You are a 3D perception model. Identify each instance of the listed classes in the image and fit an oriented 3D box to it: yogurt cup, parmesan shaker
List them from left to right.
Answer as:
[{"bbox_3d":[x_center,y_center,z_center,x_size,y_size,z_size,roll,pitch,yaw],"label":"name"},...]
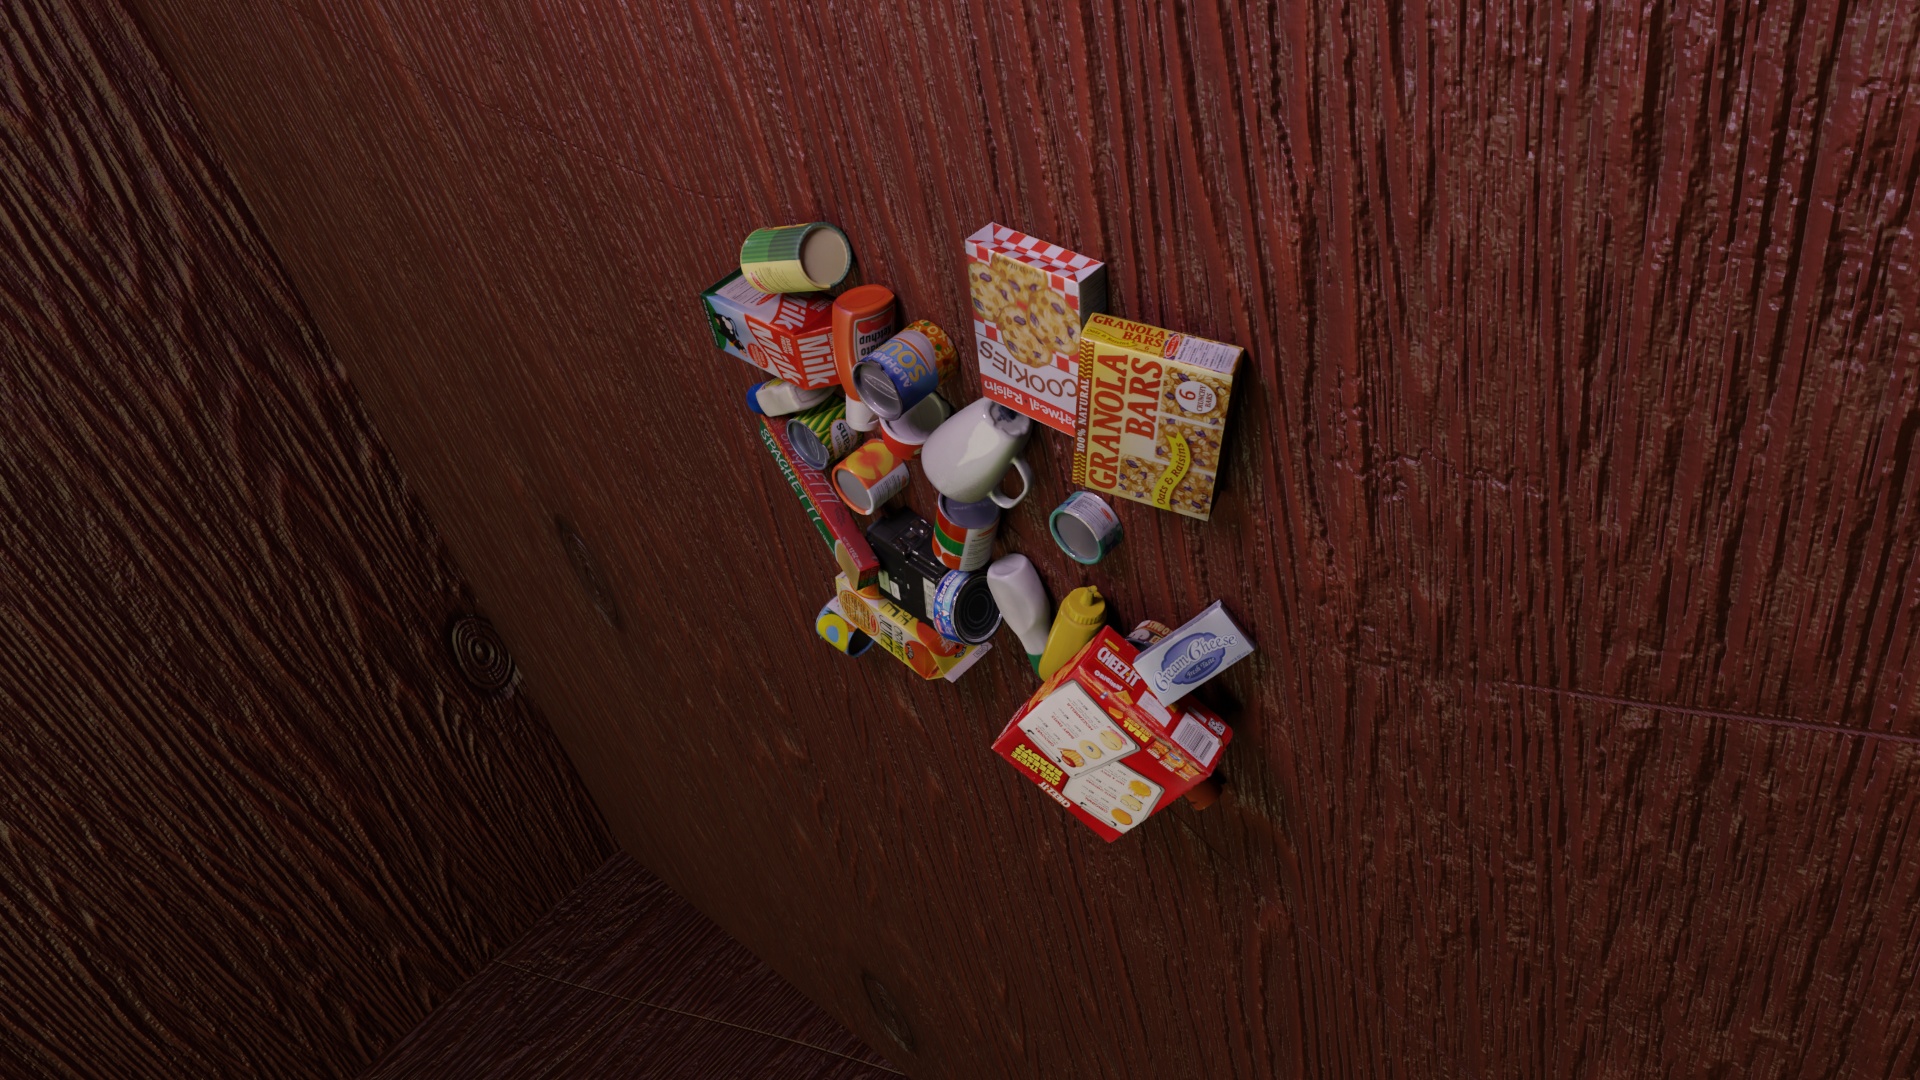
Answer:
[{"bbox_3d":[-0.160,-0.278,1.373,0.103,0.071,0.071,9,131,49],"label":"parmesan shaker"},{"bbox_3d":[-0.050,-0.117,1.411,0.072,0.072,0.053,43,158,12],"label":"yogurt cup"}]

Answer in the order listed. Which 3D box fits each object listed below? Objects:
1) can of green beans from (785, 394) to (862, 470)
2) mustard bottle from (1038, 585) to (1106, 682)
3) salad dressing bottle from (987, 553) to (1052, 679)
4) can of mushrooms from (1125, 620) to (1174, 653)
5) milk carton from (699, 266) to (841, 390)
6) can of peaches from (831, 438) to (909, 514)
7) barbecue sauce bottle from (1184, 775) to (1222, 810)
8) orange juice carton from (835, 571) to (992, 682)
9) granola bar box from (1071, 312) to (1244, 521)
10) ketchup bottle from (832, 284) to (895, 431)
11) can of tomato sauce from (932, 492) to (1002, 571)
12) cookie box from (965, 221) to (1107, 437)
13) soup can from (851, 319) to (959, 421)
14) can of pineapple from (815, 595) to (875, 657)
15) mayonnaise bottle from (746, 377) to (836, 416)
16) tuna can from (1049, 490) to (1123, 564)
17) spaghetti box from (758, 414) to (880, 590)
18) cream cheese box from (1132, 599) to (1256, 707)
[{"bbox_3d":[-0.152,-0.121,1.551,0.071,0.058,0.071,34,148,26],"label":"can of green beans"},{"bbox_3d":[0.120,0.091,1.423,0.049,0.065,0.159,30,142,15],"label":"mustard bottle"},{"bbox_3d":[0.075,0.084,1.496,0.064,0.044,0.147,13,136,47],"label":"salad dressing bottle"},{"bbox_3d":[0.193,0.113,1.373,0.071,0.033,0.070,35,148,26],"label":"can of mushrooms"},{"bbox_3d":[-0.179,-0.220,1.457,0.191,0.074,0.072,27,144,34],"label":"milk carton"},{"bbox_3d":[-0.102,-0.072,1.541,0.071,0.058,0.071,34,148,25],"label":"can of peaches"},{"bbox_3d":[0.215,0.214,1.453,0.148,0.044,0.064,50,156,-2],"label":"barbecue sauce bottle"},{"bbox_3d":[-0.056,0.096,1.662,0.193,0.072,0.072,35,148,26],"label":"orange juice carton"},{"bbox_3d":[0.157,-0.099,1.129,0.124,0.039,0.164,16,141,15],"label":"granola bar box"},{"bbox_3d":[-0.096,-0.178,1.380,0.043,0.065,0.148,37,141,33],"label":"ketchup bottle"},{"bbox_3d":[0.005,-0.018,1.447,0.071,0.071,0.082,39,150,18],"label":"can of tomato sauce"},{"bbox_3d":[0.069,-0.178,1.195,0.123,0.040,0.166,28,144,33],"label":"cookie box"},{"bbox_3d":[-0.052,-0.166,1.332,0.071,0.084,0.071,34,148,26],"label":"soup can"},{"bbox_3d":[-0.146,0.112,1.811,0.058,0.071,0.070,33,147,27],"label":"can of pineapple"},{"bbox_3d":[-0.197,-0.166,1.561,0.148,0.065,0.041,0,122,59],"label":"mayonnaise bottle"},{"bbox_3d":[0.119,-0.010,1.331,0.071,0.033,0.070,34,147,26],"label":"tuna can"},{"bbox_3d":[-0.167,-0.054,1.615,0.251,0.029,0.050,57,156,22],"label":"spaghetti box"},{"bbox_3d":[0.215,0.105,1.285,0.103,0.024,0.053,-37,91,22],"label":"cream cheese box"}]
